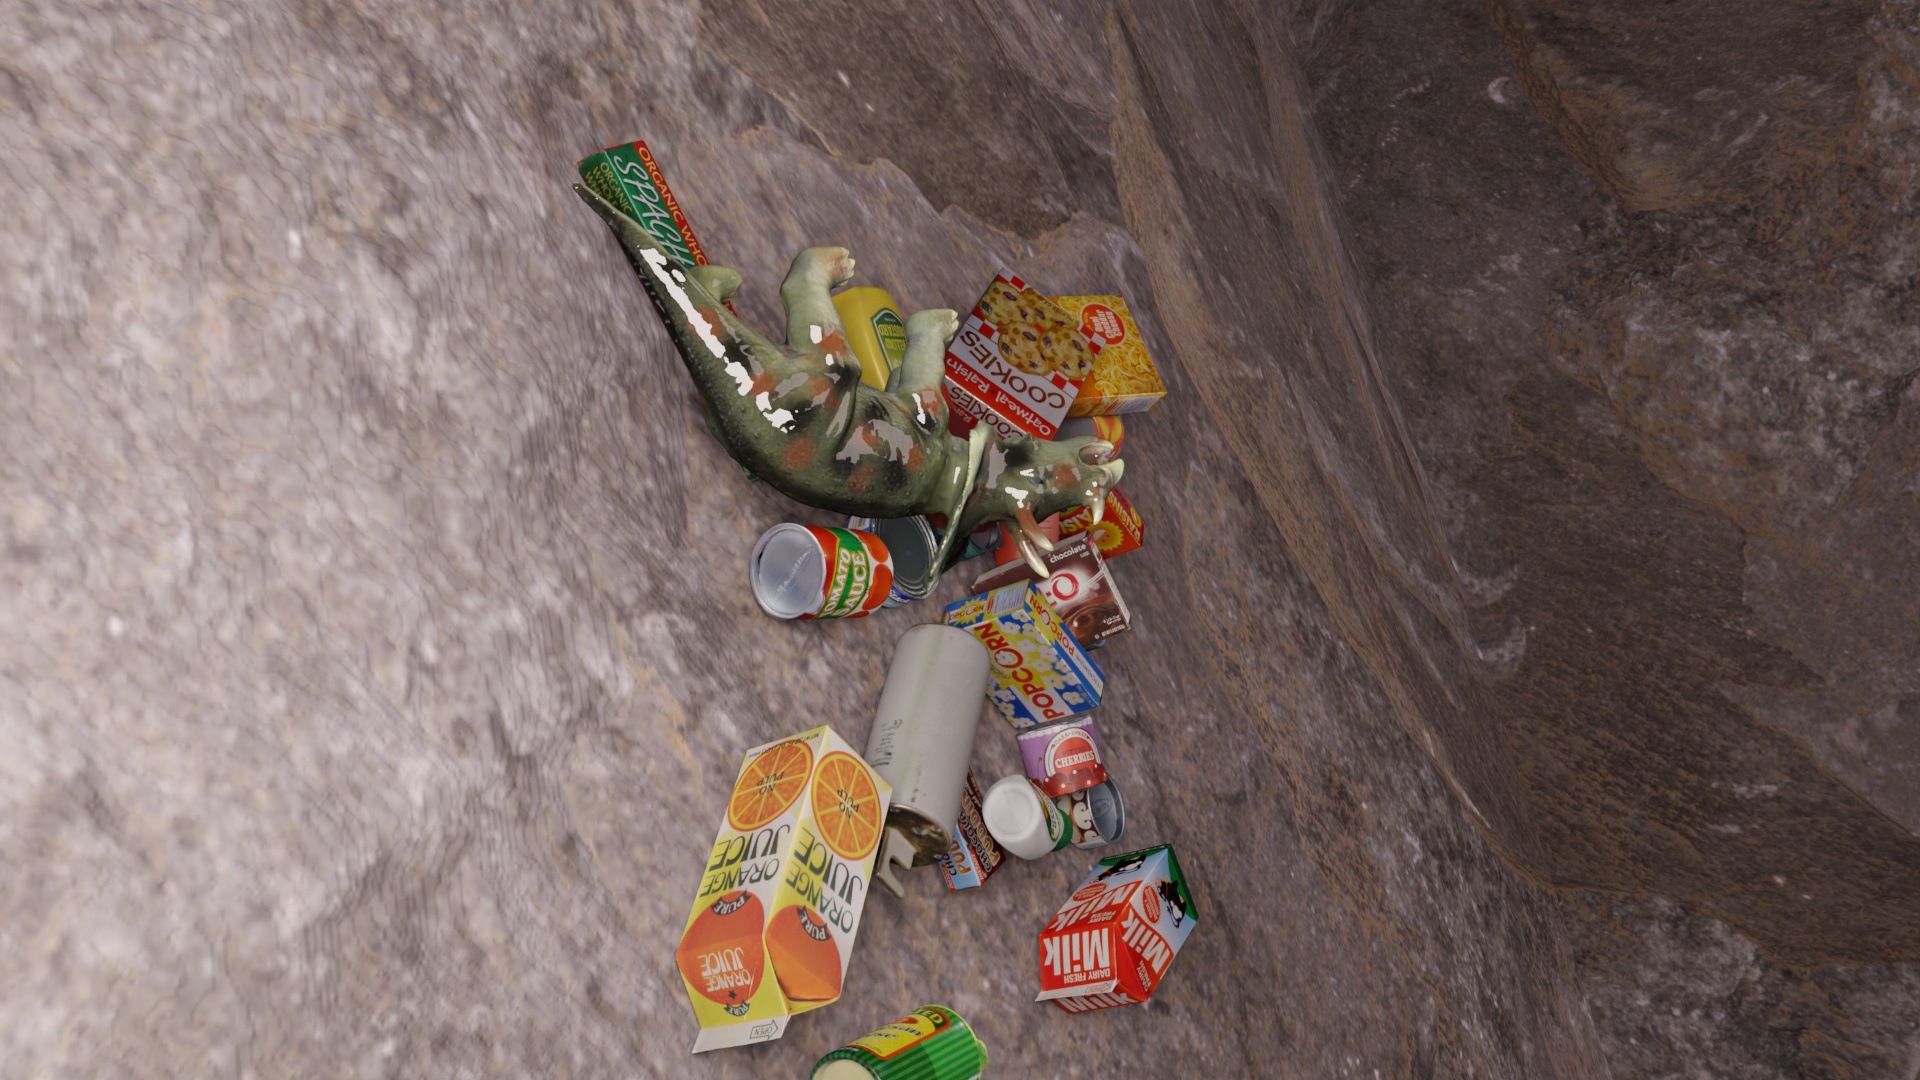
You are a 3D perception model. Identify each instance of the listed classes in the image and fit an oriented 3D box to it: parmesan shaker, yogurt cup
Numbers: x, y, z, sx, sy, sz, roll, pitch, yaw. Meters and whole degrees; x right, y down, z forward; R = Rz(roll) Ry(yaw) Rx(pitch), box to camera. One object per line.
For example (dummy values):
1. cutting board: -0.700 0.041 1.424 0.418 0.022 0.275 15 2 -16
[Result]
1. parmesan shaker: -0.039 0.339 0.874 0.103 0.071 0.071 2 71 -58
2. yogurt cup: 0.058 -0.002 1.251 0.072 0.072 0.054 11 71 -56

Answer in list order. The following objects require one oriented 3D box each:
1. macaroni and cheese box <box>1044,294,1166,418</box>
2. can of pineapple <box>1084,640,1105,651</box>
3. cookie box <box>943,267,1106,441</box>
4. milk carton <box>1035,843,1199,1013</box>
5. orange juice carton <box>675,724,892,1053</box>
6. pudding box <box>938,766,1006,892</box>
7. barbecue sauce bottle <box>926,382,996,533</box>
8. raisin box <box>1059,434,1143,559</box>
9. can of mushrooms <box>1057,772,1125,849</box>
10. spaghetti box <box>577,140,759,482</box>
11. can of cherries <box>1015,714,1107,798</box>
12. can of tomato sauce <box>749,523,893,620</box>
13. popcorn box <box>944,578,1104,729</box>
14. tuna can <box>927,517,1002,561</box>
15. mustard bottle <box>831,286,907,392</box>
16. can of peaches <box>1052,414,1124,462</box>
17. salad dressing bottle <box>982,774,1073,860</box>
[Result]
1. macaroni and cheese box: 0.109 -0.182 1.379 0.167 0.040 0.124 -8 65 -32
2. can of pineapple: 0.094 0.075 1.266 0.071 0.057 0.071 37 43 -44
3. cookie box: 0.050 -0.160 1.281 0.123 0.040 0.168 35 50 -6
4. milk carton: 0.128 0.329 1.153 0.191 0.072 0.073 -27 96 -60
5. orange juice carton: -0.108 0.214 0.837 0.073 0.071 0.194 50 35 -30
6. pudding box: -0.002 0.217 1.051 0.050 0.030 0.083 -23 92 -60
7. barbecue sauce bottle: -0.011 -0.074 1.166 0.065 0.043 0.149 9 45 -29
8. raisin box: 0.109 -0.033 1.328 0.123 0.086 0.040 51 33 -30
9. can of mushrooms: 0.115 0.236 1.228 0.071 0.033 0.071 35 45 -44
10. spaghetti box: -0.187 -0.162 0.980 0.249 0.028 0.050 63 31 -12
11. can of cherries: 0.087 0.184 1.176 0.071 0.071 0.058 -2 75 -59
12. can of tomato sauce: -0.095 0.023 0.977 0.083 0.071 0.071 4 69 -58
13. popcorn box: 0.052 0.097 1.157 0.126 0.085 0.038 52 35 -28
14. tuna can: 0.004 -0.015 1.199 0.071 0.032 0.071 36 44 -44
15. mustard bottle: -0.062 -0.128 1.143 0.065 0.048 0.160 -11 82 -59
16. can of peaches: 0.127 -0.106 1.421 0.058 0.071 0.071 -8 79 -59
17. salad dressing bottle: 0.057 0.221 1.094 0.064 0.044 0.147 65 7 22
